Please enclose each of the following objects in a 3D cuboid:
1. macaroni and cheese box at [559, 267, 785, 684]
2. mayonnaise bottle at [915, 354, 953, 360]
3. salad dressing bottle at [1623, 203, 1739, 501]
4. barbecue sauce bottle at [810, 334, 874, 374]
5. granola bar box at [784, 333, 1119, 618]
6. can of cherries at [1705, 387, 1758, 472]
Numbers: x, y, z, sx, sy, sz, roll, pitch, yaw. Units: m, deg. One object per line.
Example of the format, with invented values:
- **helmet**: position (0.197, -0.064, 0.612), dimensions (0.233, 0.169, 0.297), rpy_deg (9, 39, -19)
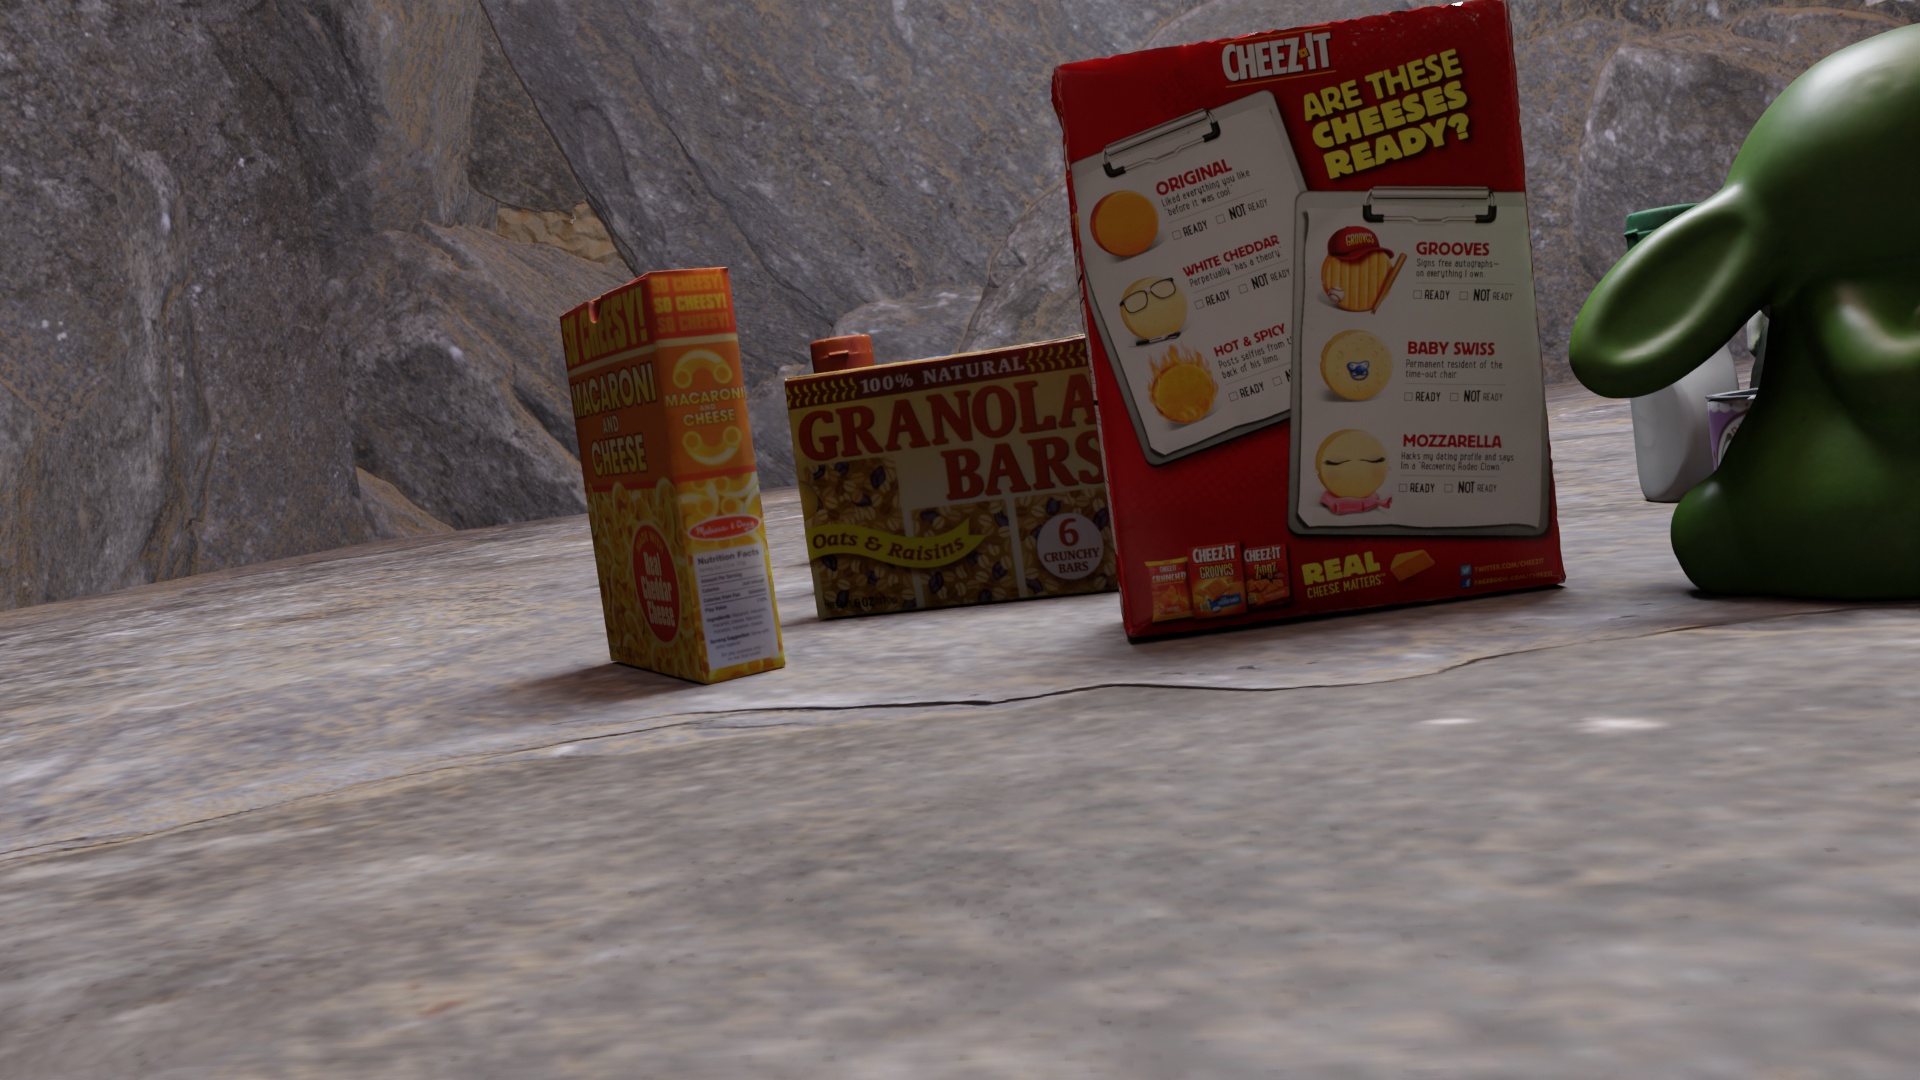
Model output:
- **macaroni and cheese box**: position (-0.130, -0.027, 0.609), dimensions (0.040, 0.166, 0.123), rpy_deg (-11, 5, -31)
- **mayonnaise bottle**: position (-0.012, -0.087, 1.214), dimensions (0.065, 0.148, 0.041), rpy_deg (-9, 4, -8)
- **salad dressing bottle**: position (0.366, -0.095, 0.708), dimensions (0.044, 0.147, 0.064), rpy_deg (-8, 4, 0)
- **barbecue sauce bottle**: position (-0.061, -0.046, 0.825), dimensions (0.065, 0.148, 0.044), rpy_deg (-8, 4, 3)
- **granola bar box**: position (0.001, -0.031, 0.691), dimensions (0.165, 0.124, 0.039), rpy_deg (-7, 5, 16)
- **can of cherries**: position (0.344, -0.035, 0.569), dimensions (0.071, 0.058, 0.071), rpy_deg (-8, 5, 1)
